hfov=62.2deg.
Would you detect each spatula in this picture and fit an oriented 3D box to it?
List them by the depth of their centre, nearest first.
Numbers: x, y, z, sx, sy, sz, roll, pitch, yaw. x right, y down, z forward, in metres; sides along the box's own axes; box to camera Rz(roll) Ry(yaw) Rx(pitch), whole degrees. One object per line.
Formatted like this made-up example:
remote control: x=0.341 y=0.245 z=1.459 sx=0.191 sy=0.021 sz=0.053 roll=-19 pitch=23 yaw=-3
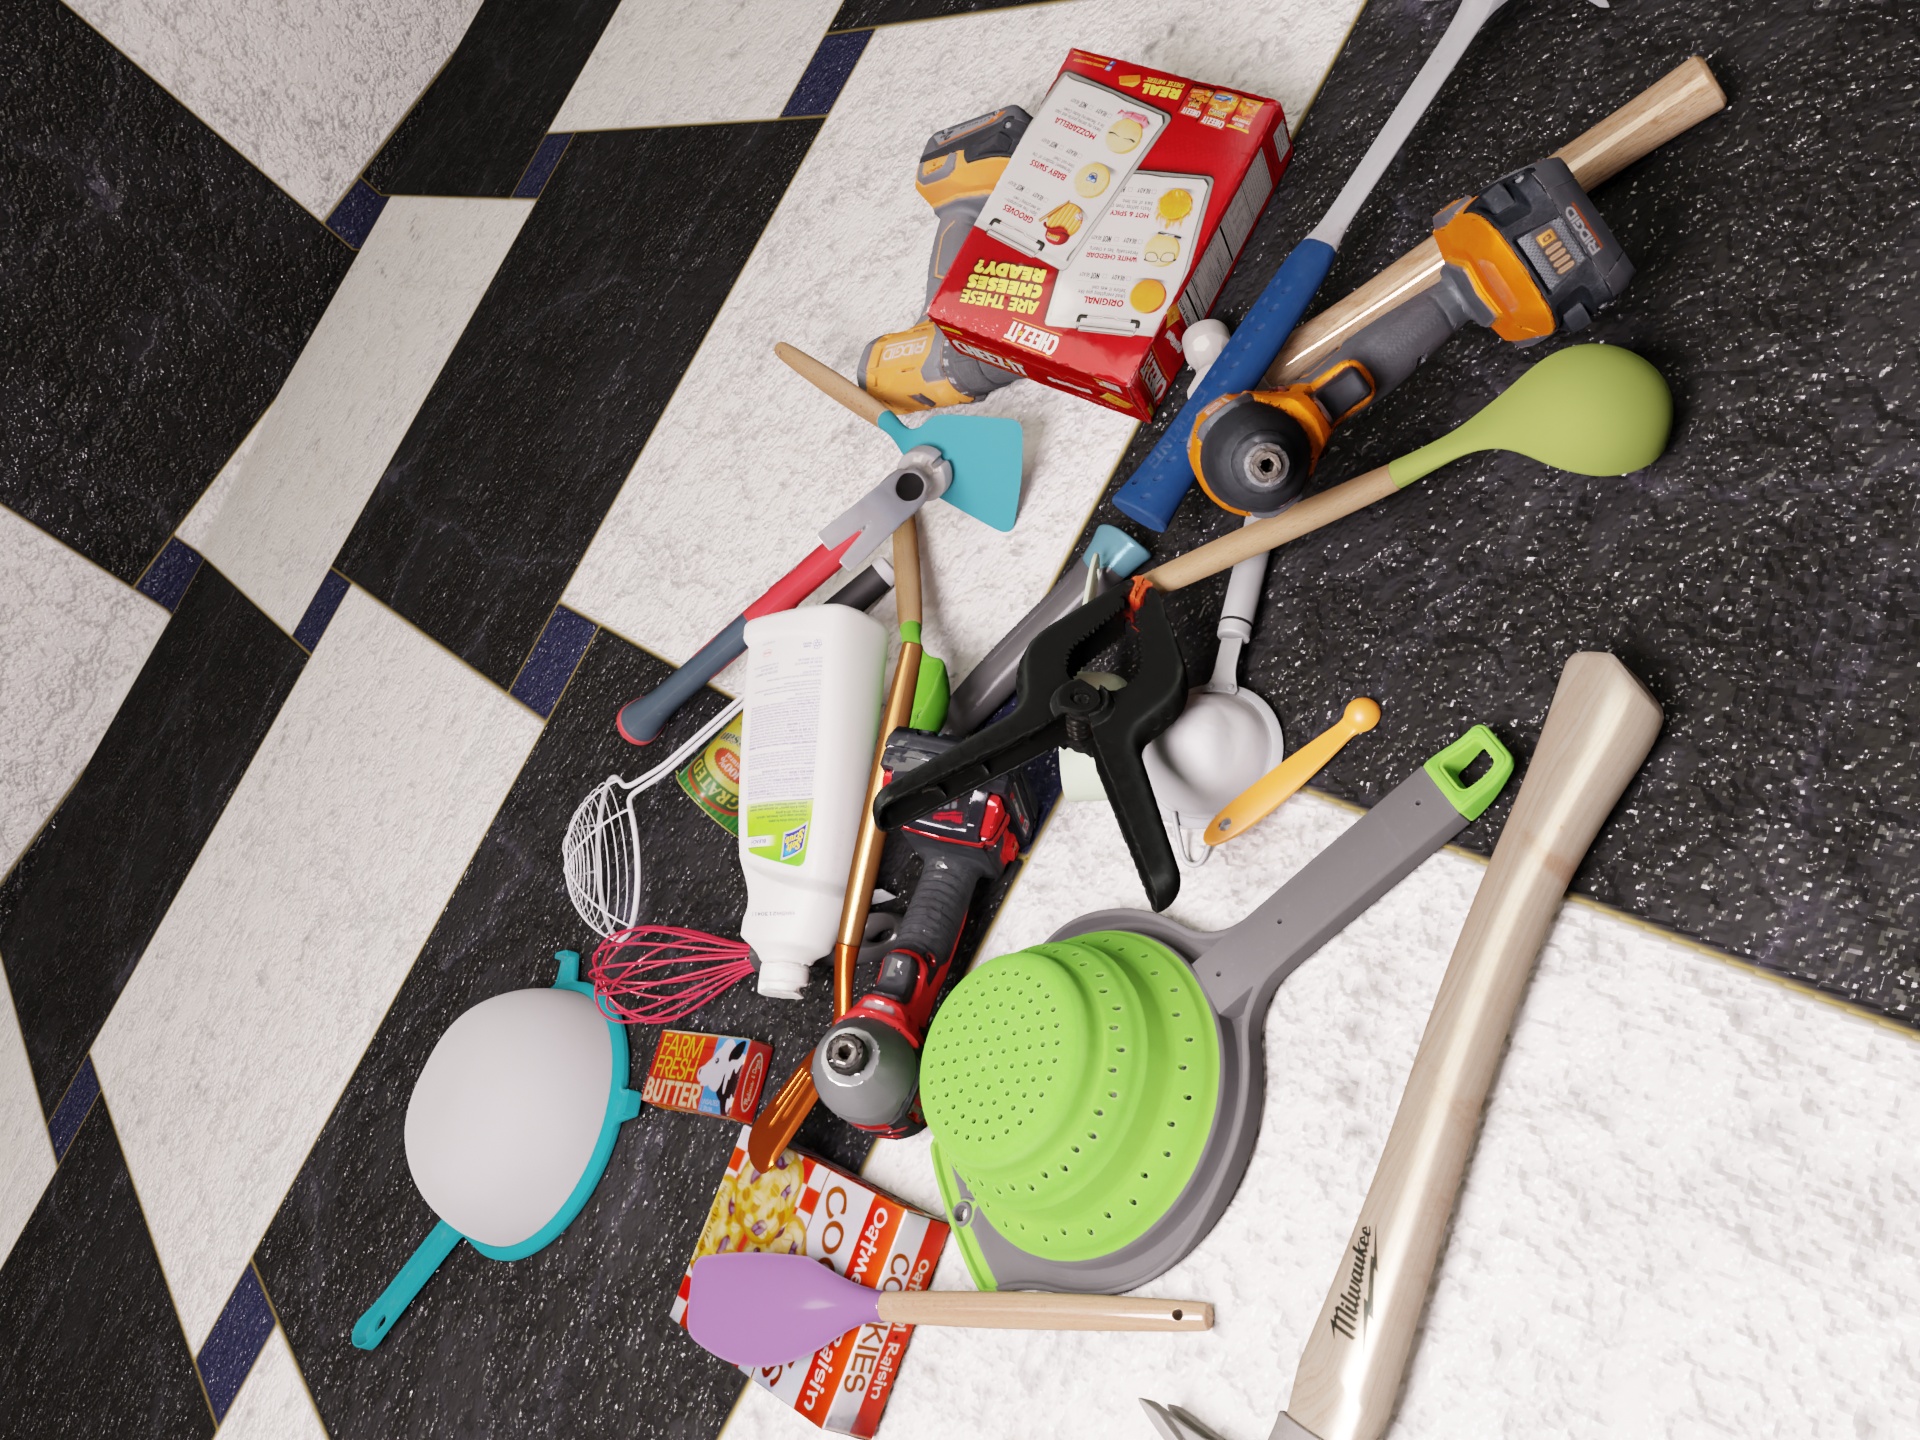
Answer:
spatula: x=-0.018 y=0.308 z=0.828 sx=0.316 sy=0.018 sz=0.060 roll=-11 pitch=65 yaw=29
spatula: x=-0.071 y=0.108 z=0.953 sx=0.081 sy=0.041 sz=0.322 roll=179 pitch=103 yaw=-76
spatula: x=-0.059 y=-0.233 z=1.195 sx=0.318 sy=0.044 sz=0.082 roll=42 pitch=137 yaw=46

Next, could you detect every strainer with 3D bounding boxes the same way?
strainer: x=0.152 y=-0.045 z=0.904 sx=0.087 sy=0.050 sz=0.259 roll=4 pitch=65 yaw=31
strainer: x=-0.386 y=0.335 z=1.193 sx=0.340 sy=0.095 sz=0.211 roll=-52 pitch=40 yaw=7

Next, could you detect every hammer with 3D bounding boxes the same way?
hammer: x=0.212 y=0.158 z=0.714 sx=0.146 sy=0.038 sz=0.411 roll=13 pitch=76 yaw=51
hammer: x=0.273 y=-0.262 z=0.915 sx=0.331 sy=0.031 sz=0.130 roll=-31 pitch=46 yaw=30
hammer: x=0.220 y=-0.287 z=0.935 sx=0.405 sy=0.035 sz=0.144 roll=-56 pitch=37 yaw=0
hammer: x=-0.002 y=-0.003 z=1.045 sx=0.331 sy=0.033 sz=0.128 roll=-46 pitch=40 yaw=16
hammer: x=-0.160 y=-0.067 z=1.182 sx=0.386 sy=0.038 sz=0.143 roll=-35 pitch=10 yaw=41

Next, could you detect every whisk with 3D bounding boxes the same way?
whisk: x=-0.150 y=0.162 z=1.085 sx=0.296 sy=0.073 sz=0.073 roll=-14 pitch=57 yaw=34

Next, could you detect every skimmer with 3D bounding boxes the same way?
skimmer: x=-0.171 y=0.020 z=1.215 sx=0.363 sy=0.090 sz=0.127 roll=-41 pitch=41 yaw=6

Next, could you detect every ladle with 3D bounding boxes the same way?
ladle: x=0.215 y=-0.113 z=0.853 sx=0.320 sy=0.062 sz=0.078 roll=-23 pitch=41 yaw=35

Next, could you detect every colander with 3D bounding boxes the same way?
colander: x=0.102 y=0.130 z=0.800 sx=0.397 sy=0.094 sz=0.205 roll=-45 pitch=41 yaw=18

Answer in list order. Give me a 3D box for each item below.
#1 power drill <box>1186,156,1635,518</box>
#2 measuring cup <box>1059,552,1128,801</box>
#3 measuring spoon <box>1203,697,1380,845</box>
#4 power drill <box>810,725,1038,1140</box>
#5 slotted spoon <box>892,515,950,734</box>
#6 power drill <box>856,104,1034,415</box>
power drill: x=0.218 y=-0.185 z=0.813 sx=0.226 sy=0.084 sz=0.164 roll=-35 pitch=8 yaw=13
measuring cup: x=0.087 y=-0.030 z=0.939 sx=0.038 sy=0.083 sz=0.168 roll=2 pitch=60 yaw=14
measuring spoon: x=0.173 y=0.027 z=0.843 sx=0.117 sy=0.011 sz=0.021 roll=-40 pitch=43 yaw=9
power drill: x=-0.026 y=0.123 z=0.906 sx=0.078 sy=0.143 sz=0.220 roll=12 pitch=72 yaw=15
slotted spoon: x=-0.034 y=-0.080 z=1.097 sx=0.070 sy=0.031 sz=0.314 roll=-54 pitch=25 yaw=32
power drill: x=0.019 y=-0.344 z=1.204 sx=0.185 sy=0.084 sz=0.226 roll=3 pitch=74 yaw=48
